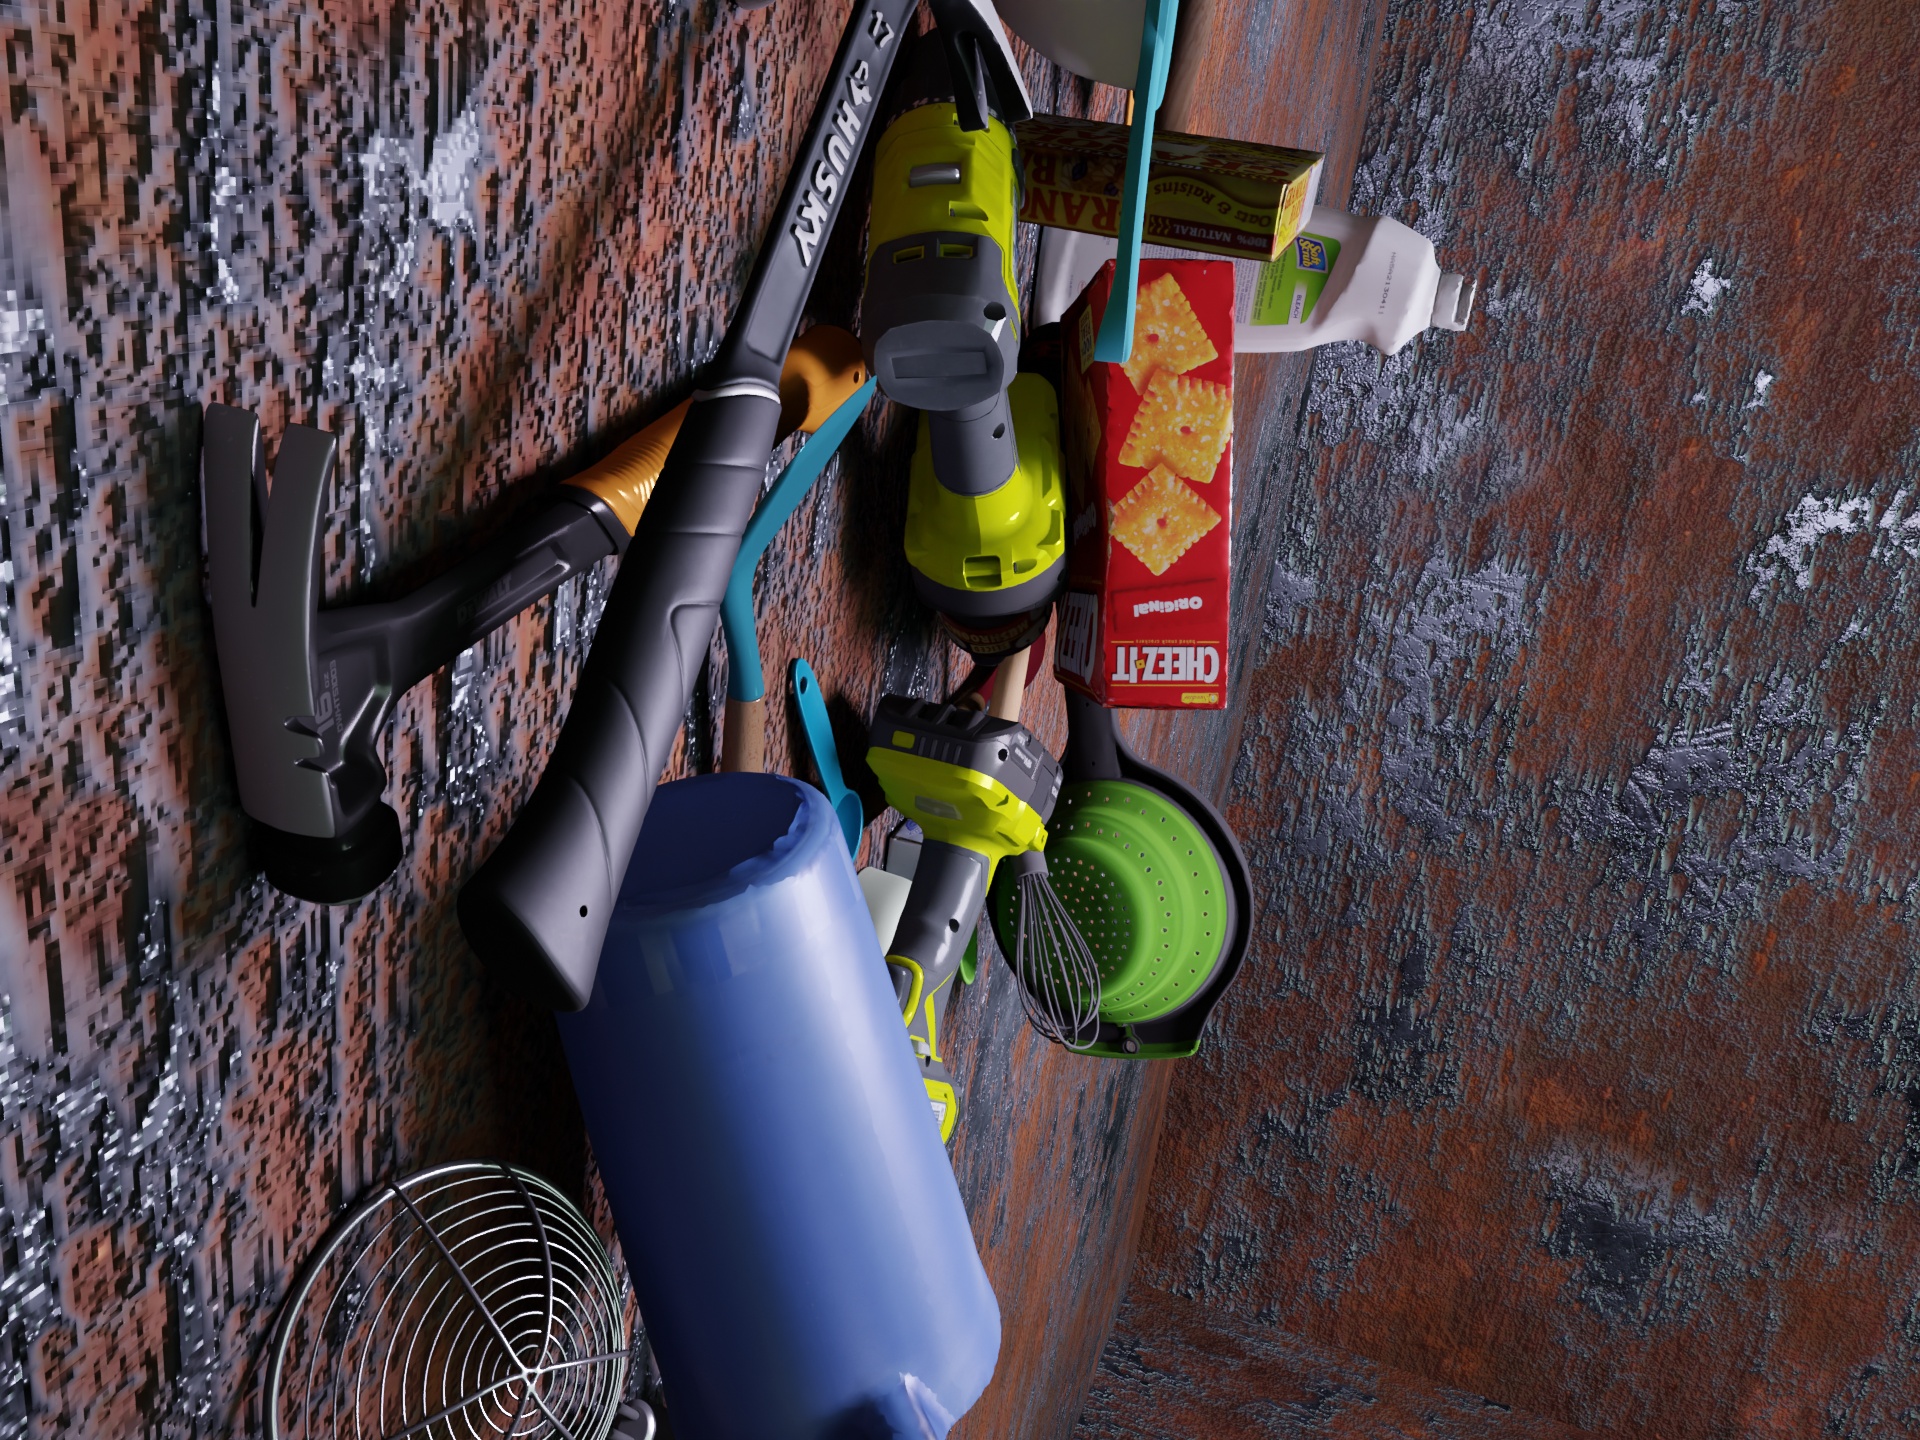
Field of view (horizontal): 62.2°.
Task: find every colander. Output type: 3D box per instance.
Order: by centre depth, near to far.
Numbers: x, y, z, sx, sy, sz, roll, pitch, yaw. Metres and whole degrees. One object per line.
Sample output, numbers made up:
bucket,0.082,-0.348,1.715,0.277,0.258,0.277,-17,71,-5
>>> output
colander,0.084,0.050,1.103,0.094,0.204,0.397,-11,95,-63

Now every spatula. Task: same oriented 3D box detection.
spatula,-0.080,0.014,0.652,0.082,0.044,0.317,-60,162,-55

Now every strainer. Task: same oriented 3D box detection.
strainer,0.043,-0.312,0.667,0.211,0.095,0.340,82,14,-78

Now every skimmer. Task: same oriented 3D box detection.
skimmer,-0.163,0.264,0.618,0.363,0.090,0.127,96,6,-63

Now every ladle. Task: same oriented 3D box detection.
ladle,-0.002,-0.003,0.975,0.315,0.031,0.069,-46,148,-59

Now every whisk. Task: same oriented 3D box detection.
whisk,0.049,0.102,1.046,0.055,0.055,0.239,70,8,-64

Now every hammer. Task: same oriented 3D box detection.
hammer,-0.061,-0.111,0.487,0.149,0.036,0.409,45,53,-50
hammer,-0.107,-0.081,0.512,0.337,0.034,0.127,-53,153,-56
hammer,0.118,-0.371,0.811,0.331,0.031,0.130,2,93,-88

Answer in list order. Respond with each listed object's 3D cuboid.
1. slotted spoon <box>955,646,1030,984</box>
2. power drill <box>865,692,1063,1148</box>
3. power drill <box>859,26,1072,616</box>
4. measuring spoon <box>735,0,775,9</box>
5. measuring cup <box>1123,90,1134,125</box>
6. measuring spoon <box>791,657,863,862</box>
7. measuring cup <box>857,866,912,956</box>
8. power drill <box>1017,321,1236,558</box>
slotted spoon,0.017,0.049,1.017,0.070,0.031,0.313,-78,178,-53
power drill,-0.024,0.108,0.794,0.171,0.080,0.223,46,59,-67
power drill,0.004,-0.173,0.718,0.228,0.080,0.191,77,12,-57
measuring spoon,-0.053,-0.300,0.542,0.034,0.018,0.124,45,59,-72
measuring cup,0.074,-0.380,0.870,0.173,0.052,0.095,88,21,-50
measuring spoon,-0.072,0.021,0.769,0.042,0.021,0.128,-63,151,-45
measuring cup,-0.050,0.167,0.917,0.083,0.038,0.167,-41,139,-65
power drill,0.092,-0.132,1.002,0.219,0.078,0.143,40,57,-49
